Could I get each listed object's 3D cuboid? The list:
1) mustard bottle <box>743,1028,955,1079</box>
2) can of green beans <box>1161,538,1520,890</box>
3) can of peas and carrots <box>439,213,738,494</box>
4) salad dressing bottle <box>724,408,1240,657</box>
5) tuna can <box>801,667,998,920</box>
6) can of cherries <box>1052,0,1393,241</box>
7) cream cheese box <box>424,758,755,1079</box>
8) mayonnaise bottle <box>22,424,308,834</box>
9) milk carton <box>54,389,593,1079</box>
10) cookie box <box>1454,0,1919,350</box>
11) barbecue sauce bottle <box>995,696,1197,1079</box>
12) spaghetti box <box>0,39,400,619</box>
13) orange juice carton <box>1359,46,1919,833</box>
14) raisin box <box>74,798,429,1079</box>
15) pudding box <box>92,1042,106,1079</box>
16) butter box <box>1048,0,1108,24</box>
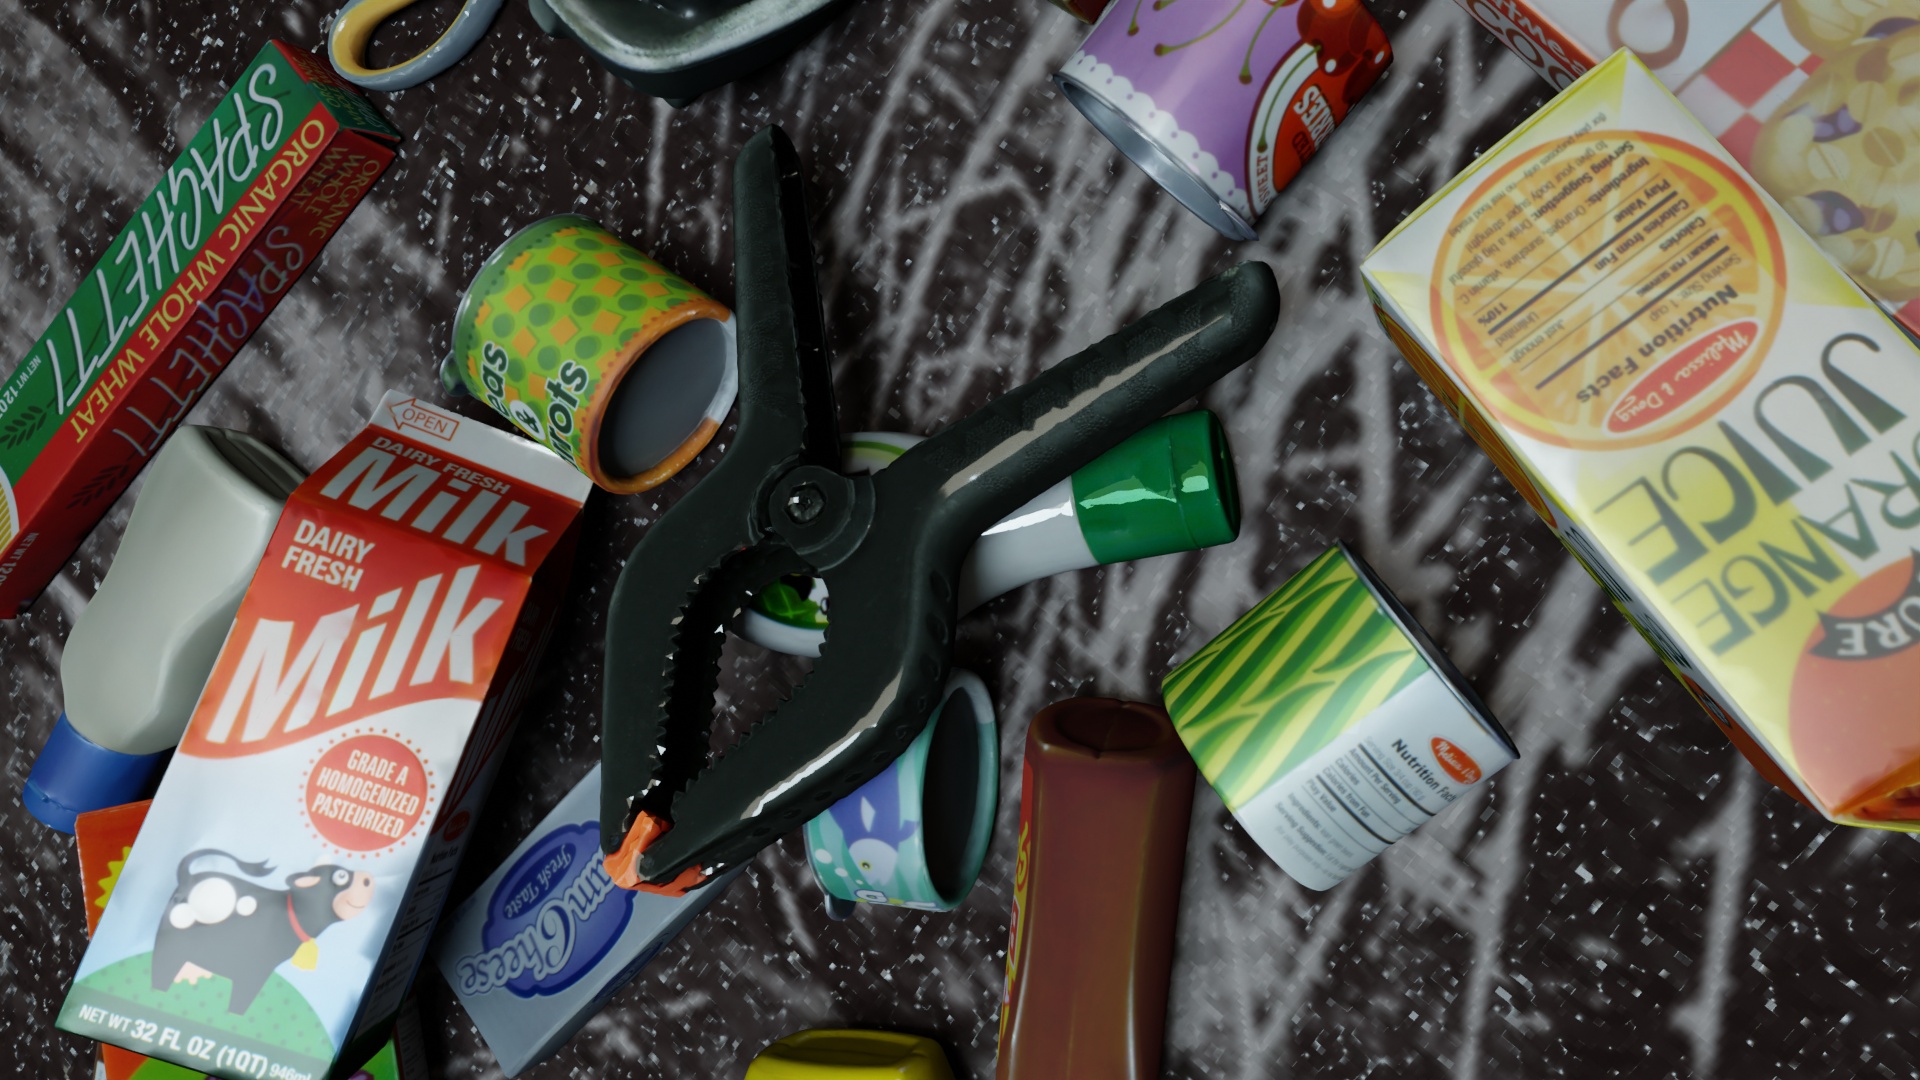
[{"bbox_3d":[-0.030,0.221,0.384,0.065,0.049,0.160,-2,87,20],"label":"mustard bottle"},{"bbox_3d":[0.092,0.043,0.341,0.057,0.071,0.071,-40,75,14],"label":"can of green beans"},{"bbox_3d":[-0.109,-0.054,0.417,0.059,0.071,0.071,34,99,18],"label":"can of peas and carrots"},{"bbox_3d":[0.001,-0.005,0.388,0.147,0.044,0.064,-11,75,19],"label":"salad dressing bottle"},{"bbox_3d":[-0.015,0.069,0.377,0.033,0.071,0.071,2,88,20],"label":"tuna can"},{"bbox_3d":[0.069,-0.119,0.359,0.071,0.071,0.058,44,100,17],"label":"can of cherries"},{"bbox_3d":[-0.118,0.114,0.435,0.103,0.024,0.053,-45,74,12],"label":"cream cheese box"},{"bbox_3d":[-0.280,0.035,0.490,0.065,0.041,0.148,37,100,19],"label":"mayonnaise bottle"},{"bbox_3d":[-0.175,0.053,0.410,0.072,0.073,0.191,21,79,-5],"label":"milk carton"},{"bbox_3d":[0.215,-0.131,0.320,0.122,0.040,0.168,-44,74,12],"label":"cookie box"},{"bbox_3d":[0.032,0.119,0.363,0.044,0.065,0.148,7,98,12],"label":"barbecue sauce bottle"},{"bbox_3d":[-0.301,-0.073,0.510,0.249,0.029,0.050,-45,75,12],"label":"spaghetti box"},{"bbox_3d":[0.179,-0.007,0.309,0.073,0.072,0.193,-39,75,14],"label":"orange juice carton"},{"bbox_3d":[-0.225,0.139,0.447,0.086,0.040,0.123,-11,83,-10],"label":"raisin box"},{"bbox_3d":[-0.272,0.184,0.484,0.049,0.030,0.083,7,89,21],"label":"pudding box"},{"bbox_3d":[0.011,-0.201,0.406,0.103,0.024,0.053,39,101,18],"label":"butter box"}]
